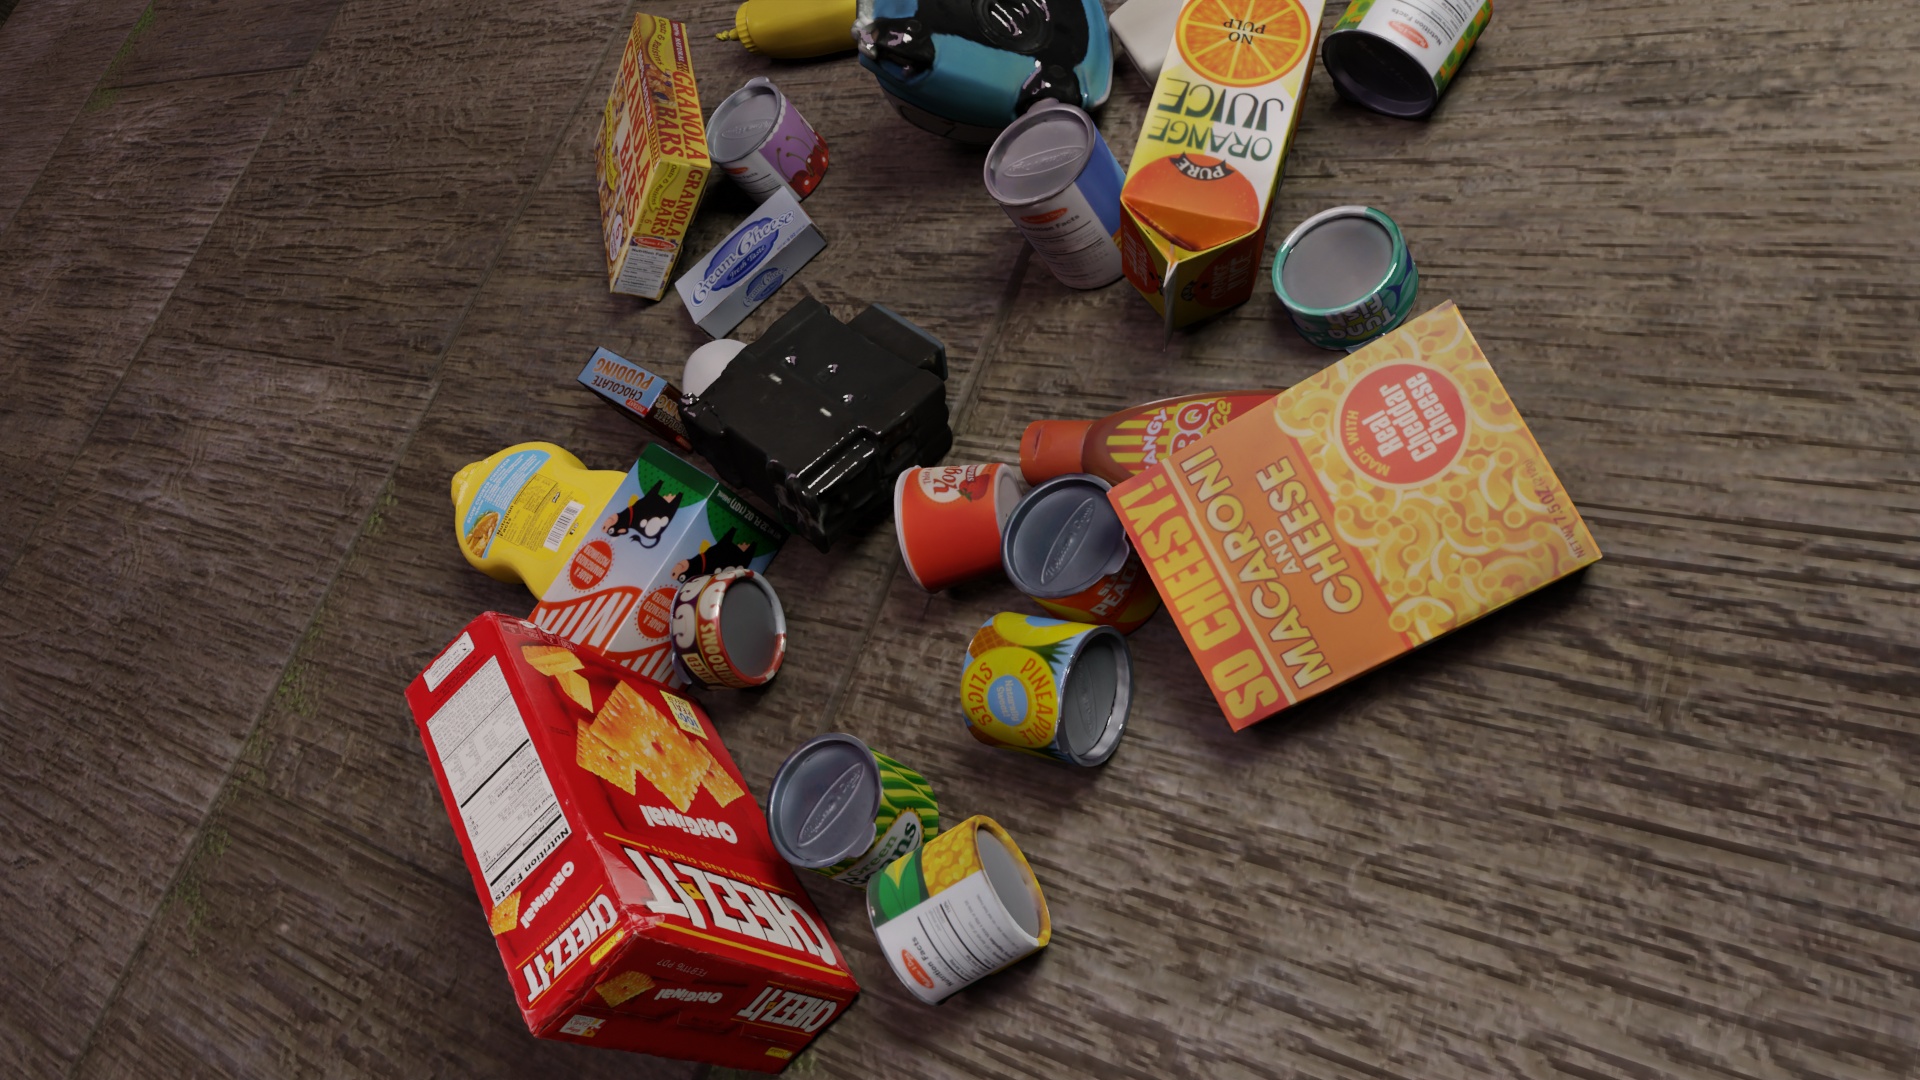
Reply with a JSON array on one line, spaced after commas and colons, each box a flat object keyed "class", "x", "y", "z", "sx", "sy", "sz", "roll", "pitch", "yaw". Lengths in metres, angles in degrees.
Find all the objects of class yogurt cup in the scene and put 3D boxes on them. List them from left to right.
[{"class": "yogurt cup", "x": 0.003, "y": -0.009, "z": 0.725, "sx": 0.054, "sy": 0.072, "sz": 0.073, "roll": -10, "pitch": 60, "yaw": 19}]

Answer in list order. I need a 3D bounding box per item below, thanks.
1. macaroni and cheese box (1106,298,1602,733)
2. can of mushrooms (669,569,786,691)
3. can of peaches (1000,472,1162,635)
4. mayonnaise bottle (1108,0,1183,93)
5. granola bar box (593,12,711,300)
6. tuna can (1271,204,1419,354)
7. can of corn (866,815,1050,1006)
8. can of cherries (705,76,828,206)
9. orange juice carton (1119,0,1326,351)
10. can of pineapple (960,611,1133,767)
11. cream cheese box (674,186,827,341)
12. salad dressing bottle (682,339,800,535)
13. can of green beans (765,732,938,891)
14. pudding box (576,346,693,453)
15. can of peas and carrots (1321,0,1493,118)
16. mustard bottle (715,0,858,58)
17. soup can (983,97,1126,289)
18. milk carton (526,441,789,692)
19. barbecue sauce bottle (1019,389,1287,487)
[{"class": "macaroni and cheese box", "x": 0.167, "y": -0.008, "z": 0.605, "sx": 0.166, "sy": 0.040, "sz": 0.124, "roll": -29, "pitch": 81, "yaw": 17}, {"class": "can of mushrooms", "x": -0.129, "y": 0.051, "z": 0.771, "sx": 0.033, "sy": 0.071, "sz": 0.071, "roll": -9, "pitch": 61, "yaw": 27}, {"class": "can of peaches", "x": 0.063, "y": 0.010, "z": 0.679, "sx": 0.071, "sy": 0.058, "sz": 0.071, "roll": -14, "pitch": 58, "yaw": 25}, {"class": "mayonnaise bottle", "x": 0.163, "y": -0.324, "z": 0.809, "sx": 0.148, "sy": 0.041, "sz": 0.065, "roll": -32, "pitch": 56, "yaw": 13}, {"class": "granola bar box", "x": -0.220, "y": -0.272, "z": 0.985, "sx": 0.123, "sy": 0.039, "sz": 0.166, "roll": -55, "pitch": 40, "yaw": 42}, {"class": "tuna can", "x": 0.191, "y": -0.129, "z": 0.690, "sx": 0.071, "sy": 0.032, "sz": 0.071, "roll": -15, "pitch": 58, "yaw": 25}, {"class": "can of corn", "x": 0.000, "y": 0.166, "z": 0.631, "sx": 0.058, "sy": 0.071, "sz": 0.071, "roll": -32, "pitch": 52, "yaw": 13}, {"class": "can of cherries", "x": -0.131, "y": -0.272, "z": 0.954, "sx": 0.071, "sy": 0.058, "sz": 0.072, "roll": -15, "pitch": 58, "yaw": 26}, {"class": "orange juice carton", "x": 0.132, "y": -0.197, "z": 0.725, "sx": 0.073, "sy": 0.071, "sz": 0.193, "roll": 15, "pitch": 72, "yaw": 12}, {"class": "can of pineapple", "x": 0.040, "y": 0.069, "z": 0.654, "sx": 0.058, "sy": 0.071, "sz": 0.071, "roll": 6, "pitch": 69, "yaw": 35}, {"class": "cream cheese box", "x": -0.142, "y": -0.186, "z": 0.936, "sx": 0.103, "sy": 0.024, "sz": 0.053, "roll": -40, "pitch": 50, "yaw": 7}, {"class": "salad dressing bottle", "x": -0.121, "y": -0.063, "z": 0.843, "sx": 0.064, "sy": 0.043, "sz": 0.148, "roll": -28, "pitch": 53, "yaw": -12}, {"class": "can of green beans", "x": -0.052, "y": 0.135, "z": 0.684, "sx": 0.071, "sy": 0.057, "sz": 0.071, "roll": -15, "pitch": 58, "yaw": 25}, {"class": "pudding box", "x": -0.207, "y": -0.093, "z": 0.910, "sx": 0.084, "sy": 0.049, "sz": 0.030, "roll": 28, "pitch": 81, "yaw": 38}, {"class": "can of peas and carrots", "x": 0.230, "y": -0.262, "z": 0.718, "sx": 0.071, "sy": 0.071, "sz": 0.059, "roll": 30, "pitch": 83, "yaw": 39}, {"class": "mustard bottle", "x": -0.113, "y": -0.383, "z": 1.008, "sx": 0.160, "sy": 0.048, "sz": 0.065, "roll": -1, "pitch": 65, "yaw": 32}, {"class": "soup can", "x": 0.062, "y": -0.192, "z": 0.772, "sx": 0.071, "sy": 0.083, "sz": 0.071, "roll": -15, "pitch": 59, "yaw": 25}, {"class": "milk carton", "x": -0.193, "y": 0.047, "z": 0.811, "sx": 0.073, "sy": 0.072, "sz": 0.191, "roll": 28, "pitch": 82, "yaw": 39}, {"class": "barbecue sauce bottle", "x": 0.101, "y": -0.042, "z": 0.693, "sx": 0.148, "sy": 0.043, "sz": 0.065, "roll": 3, "pitch": 72, "yaw": 34}]
